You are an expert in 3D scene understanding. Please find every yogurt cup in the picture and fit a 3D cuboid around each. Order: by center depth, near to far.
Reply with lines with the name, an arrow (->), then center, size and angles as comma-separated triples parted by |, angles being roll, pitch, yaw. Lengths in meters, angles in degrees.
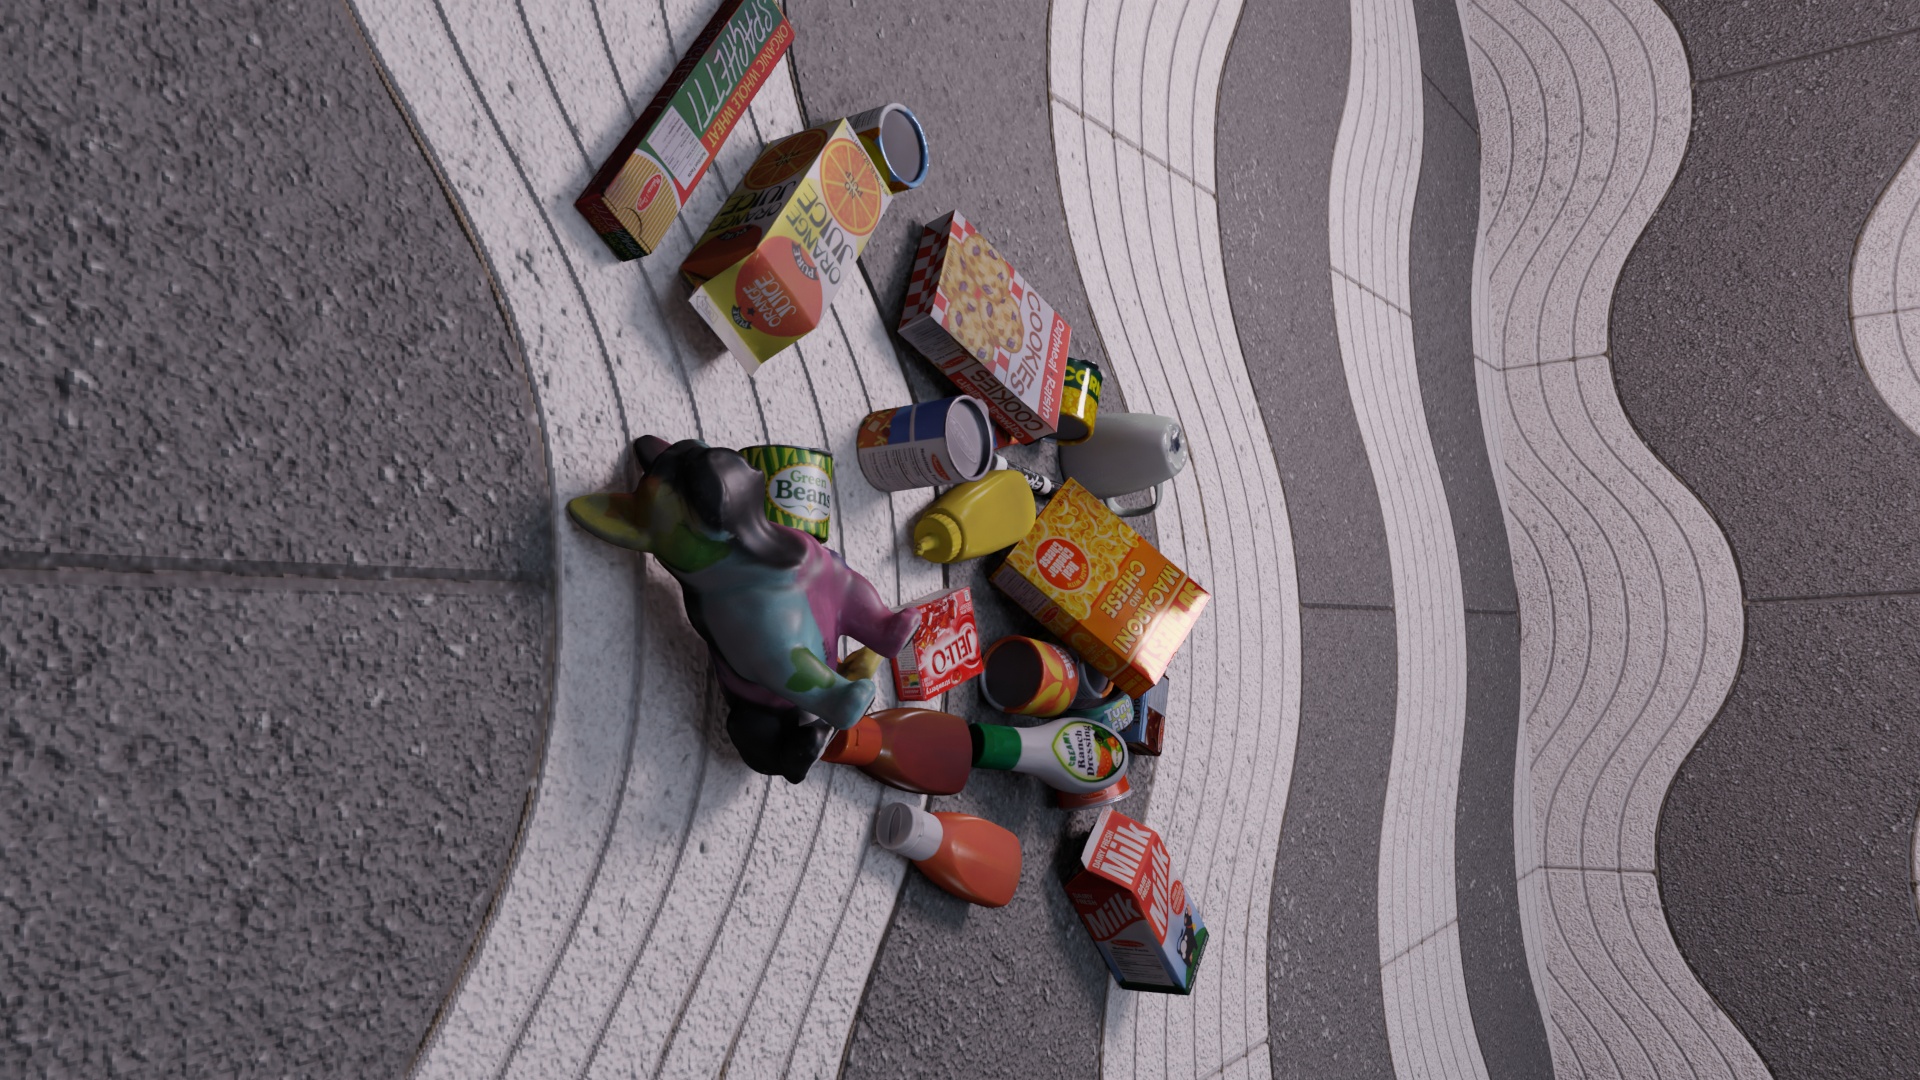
yogurt cup -> 0.115, 0.209, 1.250 | 0.072, 0.072, 0.054 | -9, 84, -56

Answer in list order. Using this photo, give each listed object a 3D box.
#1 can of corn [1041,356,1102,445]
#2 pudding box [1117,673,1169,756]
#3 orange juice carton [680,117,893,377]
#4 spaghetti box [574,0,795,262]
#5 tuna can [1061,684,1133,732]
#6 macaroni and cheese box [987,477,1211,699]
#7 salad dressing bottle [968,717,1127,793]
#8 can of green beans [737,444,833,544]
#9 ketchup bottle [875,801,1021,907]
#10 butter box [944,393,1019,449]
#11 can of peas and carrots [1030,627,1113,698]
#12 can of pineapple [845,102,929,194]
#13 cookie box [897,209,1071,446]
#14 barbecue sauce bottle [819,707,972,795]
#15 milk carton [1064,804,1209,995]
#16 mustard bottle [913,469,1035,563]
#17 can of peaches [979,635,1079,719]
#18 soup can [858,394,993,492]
can of corn -> 0.095, -0.127, 1.267 | 0.071, 0.071, 0.058 | 38, 56, -47
pudding box -> 0.181, 0.168, 1.382 | 0.049, 0.030, 0.084 | 36, 56, -49
orange juice carton -> -0.124, -0.201, 0.956 | 0.071, 0.073, 0.194 | 55, 44, -36
spaghetti box -> -0.178, -0.287, 0.931 | 0.050, 0.028, 0.251 | 53, 45, -37
tuna can -> 0.125, 0.152, 1.265 | 0.071, 0.071, 0.032 | -40, 119, -51
macaroni and cheese box -> 0.124, 0.041, 1.221 | 0.166, 0.040, 0.124 | 40, 52, 0
salad dressing bottle -> 0.071, 0.178, 1.166 | 0.148, 0.043, 0.064 | 10, 64, -32
can of green beans -> -0.120, -0.029, 0.939 | 0.071, 0.071, 0.058 | 17, 71, -54
ketchup bottle -> -0.008, 0.240, 1.080 | 0.148, 0.043, 0.065 | 37, 55, -47
butter box -> 0.026, -0.105, 1.204 | 0.104, 0.024, 0.053 | -19, 100, -55
can of peas and carrots -> 0.101, 0.108, 1.249 | 0.071, 0.058, 0.071 | 12, 75, -55
can of pineapple -> -0.065, -0.296, 1.072 | 0.071, 0.058, 0.071 | 13, 74, -55
cookie box -> 0.025, -0.177, 1.173 | 0.167, 0.040, 0.123 | 39, 47, -35
barbecue sauce bottle -> -0.049, 0.153, 1.034 | 0.148, 0.043, 0.065 | 21, 68, -52
milk carton -> 0.158, 0.330, 1.282 | 0.190, 0.073, 0.073 | 62, 40, -29
mustard bottle -> 0.004, -0.014, 1.135 | 0.161, 0.048, 0.065 | -26, 103, -54
can of peaches -> 0.059, 0.114, 1.177 | 0.058, 0.071, 0.071 | 18, 70, -53
soup can -> -0.026, -0.075, 1.070 | 0.071, 0.083, 0.071 | 13, 75, -55
